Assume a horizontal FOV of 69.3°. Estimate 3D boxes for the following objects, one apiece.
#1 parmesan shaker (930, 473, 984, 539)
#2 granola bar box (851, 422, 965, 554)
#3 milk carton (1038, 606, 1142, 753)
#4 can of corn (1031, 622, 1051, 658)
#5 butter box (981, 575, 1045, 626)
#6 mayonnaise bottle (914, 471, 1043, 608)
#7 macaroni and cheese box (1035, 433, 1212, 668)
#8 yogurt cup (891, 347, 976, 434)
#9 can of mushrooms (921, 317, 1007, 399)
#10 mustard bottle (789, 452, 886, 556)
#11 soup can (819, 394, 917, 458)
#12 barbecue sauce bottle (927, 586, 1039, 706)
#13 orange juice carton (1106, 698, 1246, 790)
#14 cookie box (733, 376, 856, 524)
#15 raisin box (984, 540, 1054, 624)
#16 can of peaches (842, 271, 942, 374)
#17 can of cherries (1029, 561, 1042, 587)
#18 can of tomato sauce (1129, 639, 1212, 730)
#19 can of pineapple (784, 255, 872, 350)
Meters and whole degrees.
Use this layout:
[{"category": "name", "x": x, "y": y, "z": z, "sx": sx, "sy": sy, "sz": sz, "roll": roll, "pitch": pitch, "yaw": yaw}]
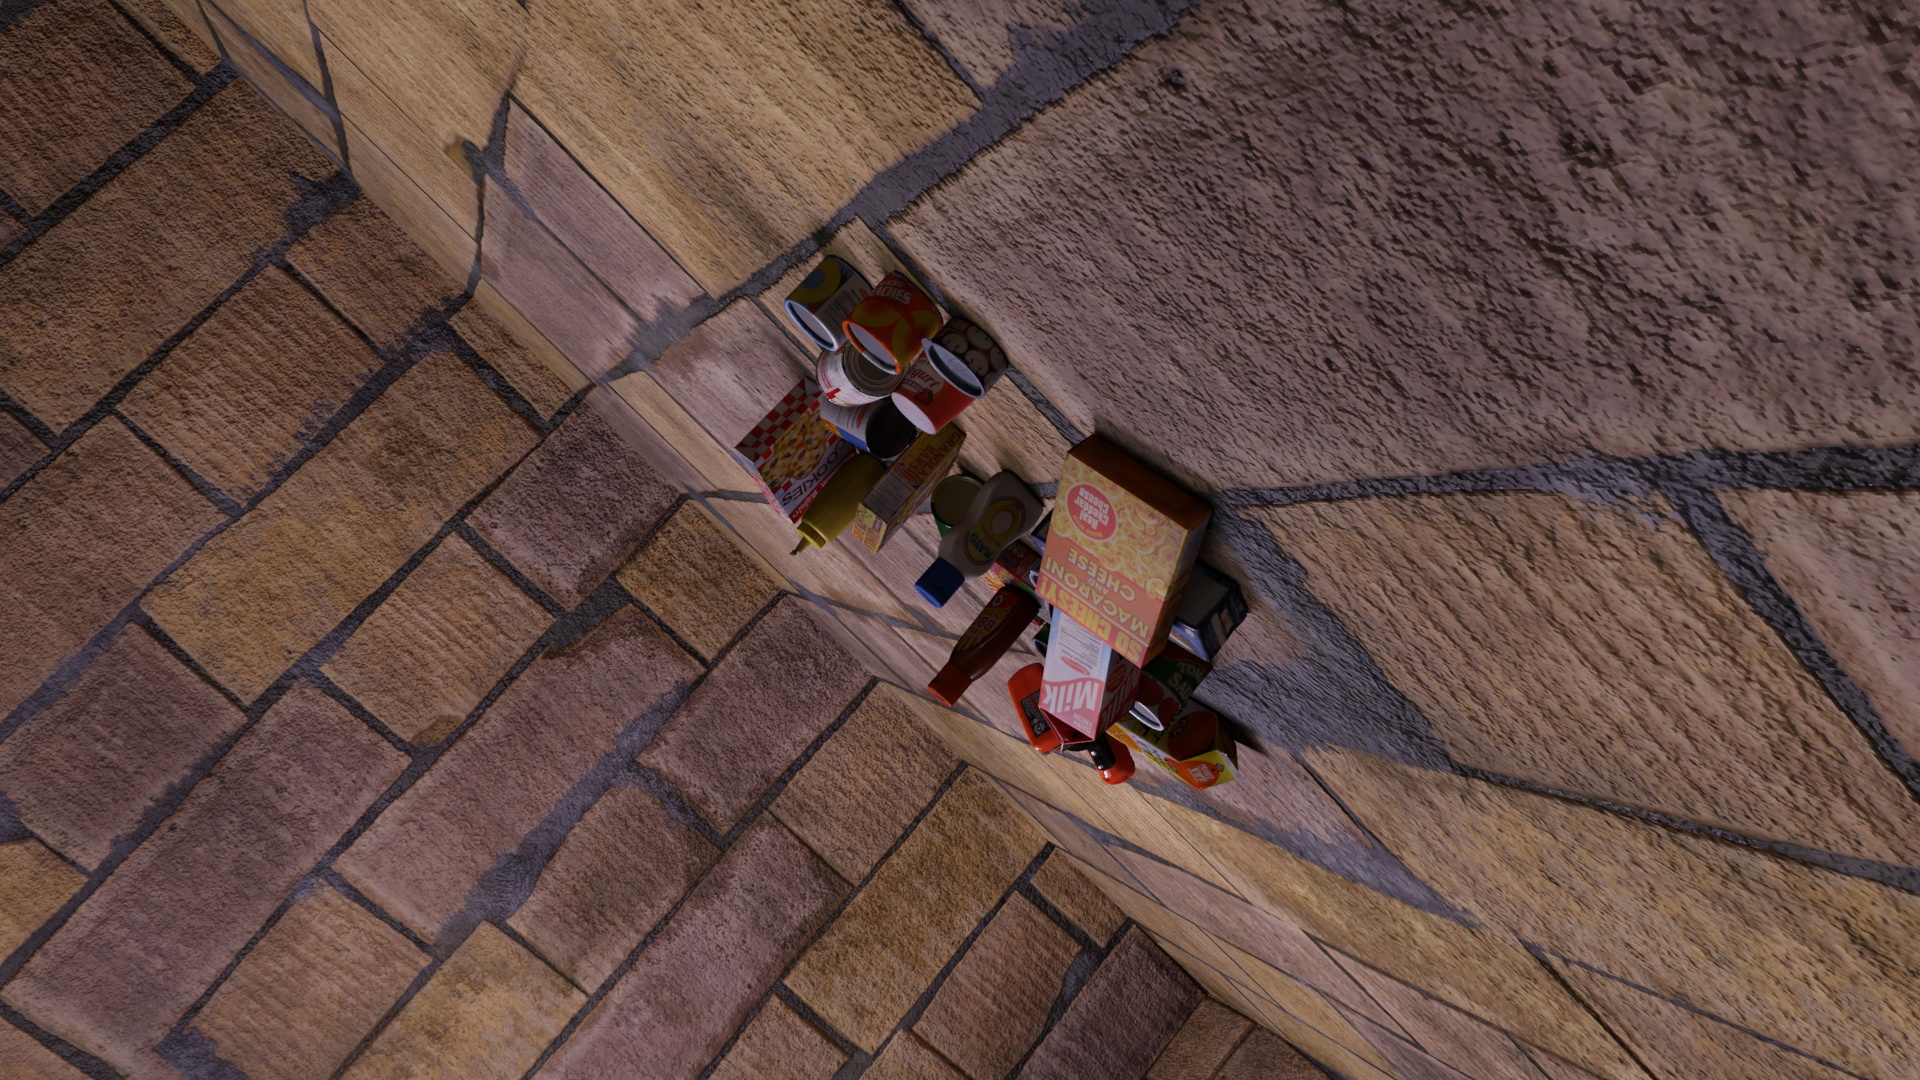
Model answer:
[{"category": "parmesan shaker", "x": 0.005, "y": -0.019, "z": 1.514, "sx": 0.071, "sy": 0.071, "sz": 0.102, "roll": 36, "pitch": 166, "yaw": 22}, {"category": "granola bar box", "x": -0.057, "y": -0.056, "z": 1.456, "sx": 0.039, "sy": 0.124, "sz": 0.165, "roll": 41, "pitch": 167, "yaw": 2}, {"category": "milk carton", "x": 0.131, "y": 0.123, "z": 1.363, "sx": 0.073, "sy": 0.073, "sz": 0.189, "roll": 29, "pitch": 130, "yaw": 30}, {"category": "can of corn", "x": 0.126, "y": 0.116, "z": 1.636, "sx": 0.071, "sy": 0.058, "sz": 0.071, "roll": 39, "pitch": 167, "yaw": 11}, {"category": "butter box", "x": 0.063, "y": 0.061, "z": 1.716, "sx": 0.103, "sy": 0.024, "sz": 0.053, "roll": 49, "pitch": 166, "yaw": -29}, {"category": "mayonnaise bottle", "x": 0.015, "y": 0.002, "z": 1.383, "sx": 0.064, "sy": 0.148, "sz": 0.041, "roll": 47, "pitch": 166, "yaw": -21}, {"category": "macaroni and cheese box", "x": 0.133, "y": 0.011, "z": 1.164, "sx": 0.124, "sy": 0.040, "sz": 0.165, "roll": 36, "pitch": 139, "yaw": 25}, {"category": "yogurt cup", "x": -0.026, "y": -0.134, "z": 1.268, "sx": 0.072, "sy": 0.054, "sz": 0.072, "roll": 39, "pitch": 168, "yaw": 11}, {"category": "can of mushrooms", "x": 0.003, "y": -0.154, "z": 1.163, "sx": 0.071, "sy": 0.033, "sz": 0.071, "roll": 39, "pitch": 168, "yaw": 11}, {"category": "mustard bottle", "x": -0.158, "y": -0.038, "z": 1.728, "sx": 0.048, "sy": 0.160, "sz": 0.065, "roll": 48, "pitch": 166, "yaw": -31}, {"category": "soup can", "x": -0.096, "y": -0.130, "z": 1.464, "sx": 0.084, "sy": 0.071, "sz": 0.071, "roll": 30, "pitch": 163, "yaw": 42}, {"category": "barbecue sauce bottle", "x": 0.023, "y": 0.121, "z": 1.569, "sx": 0.043, "sy": 0.149, "sz": 0.065, "roll": 47, "pitch": 166, "yaw": -26}, {"category": "orange juice carton", "x": 0.244, "y": 0.220, "z": 1.599, "sx": 0.193, "sy": 0.073, "sz": 0.071, "roll": 28, "pitch": 163, "yaw": 44}, {"category": "cookie box", "x": -0.198, "y": -0.108, "z": 1.700, "sx": 0.040, "sy": 0.123, "sz": 0.167, "roll": 37, "pitch": 166, "yaw": 24}, {"category": "raisin box", "x": 0.066, "y": 0.035, "z": 1.589, "sx": 0.123, "sy": 0.040, "sz": 0.086, "roll": 36, "pitch": 167, "yaw": 18}, {"category": "can of peaches", "x": -0.059, "y": -0.186, "z": 1.187, "sx": 0.071, "sy": 0.058, "sz": 0.071, "roll": 39, "pitch": 167, "yaw": 11}, {"category": "can of cherries", "x": 0.112, "y": 0.034, "z": 1.407, "sx": 0.071, "sy": 0.058, "sz": 0.071, "roll": 40, "pitch": 168, "yaw": 11}, {"category": "can of tomato sauce", "x": 0.209, "y": 0.145, "z": 1.432, "sx": 0.071, "sy": 0.083, "sz": 0.071, "roll": 39, "pitch": 167, "yaw": 11}, {"category": "can of pineapple", "x": -0.118, "y": -0.215, "z": 1.261, "sx": 0.071, "sy": 0.058, "sz": 0.071, "roll": 39, "pitch": 167, "yaw": 11}]
